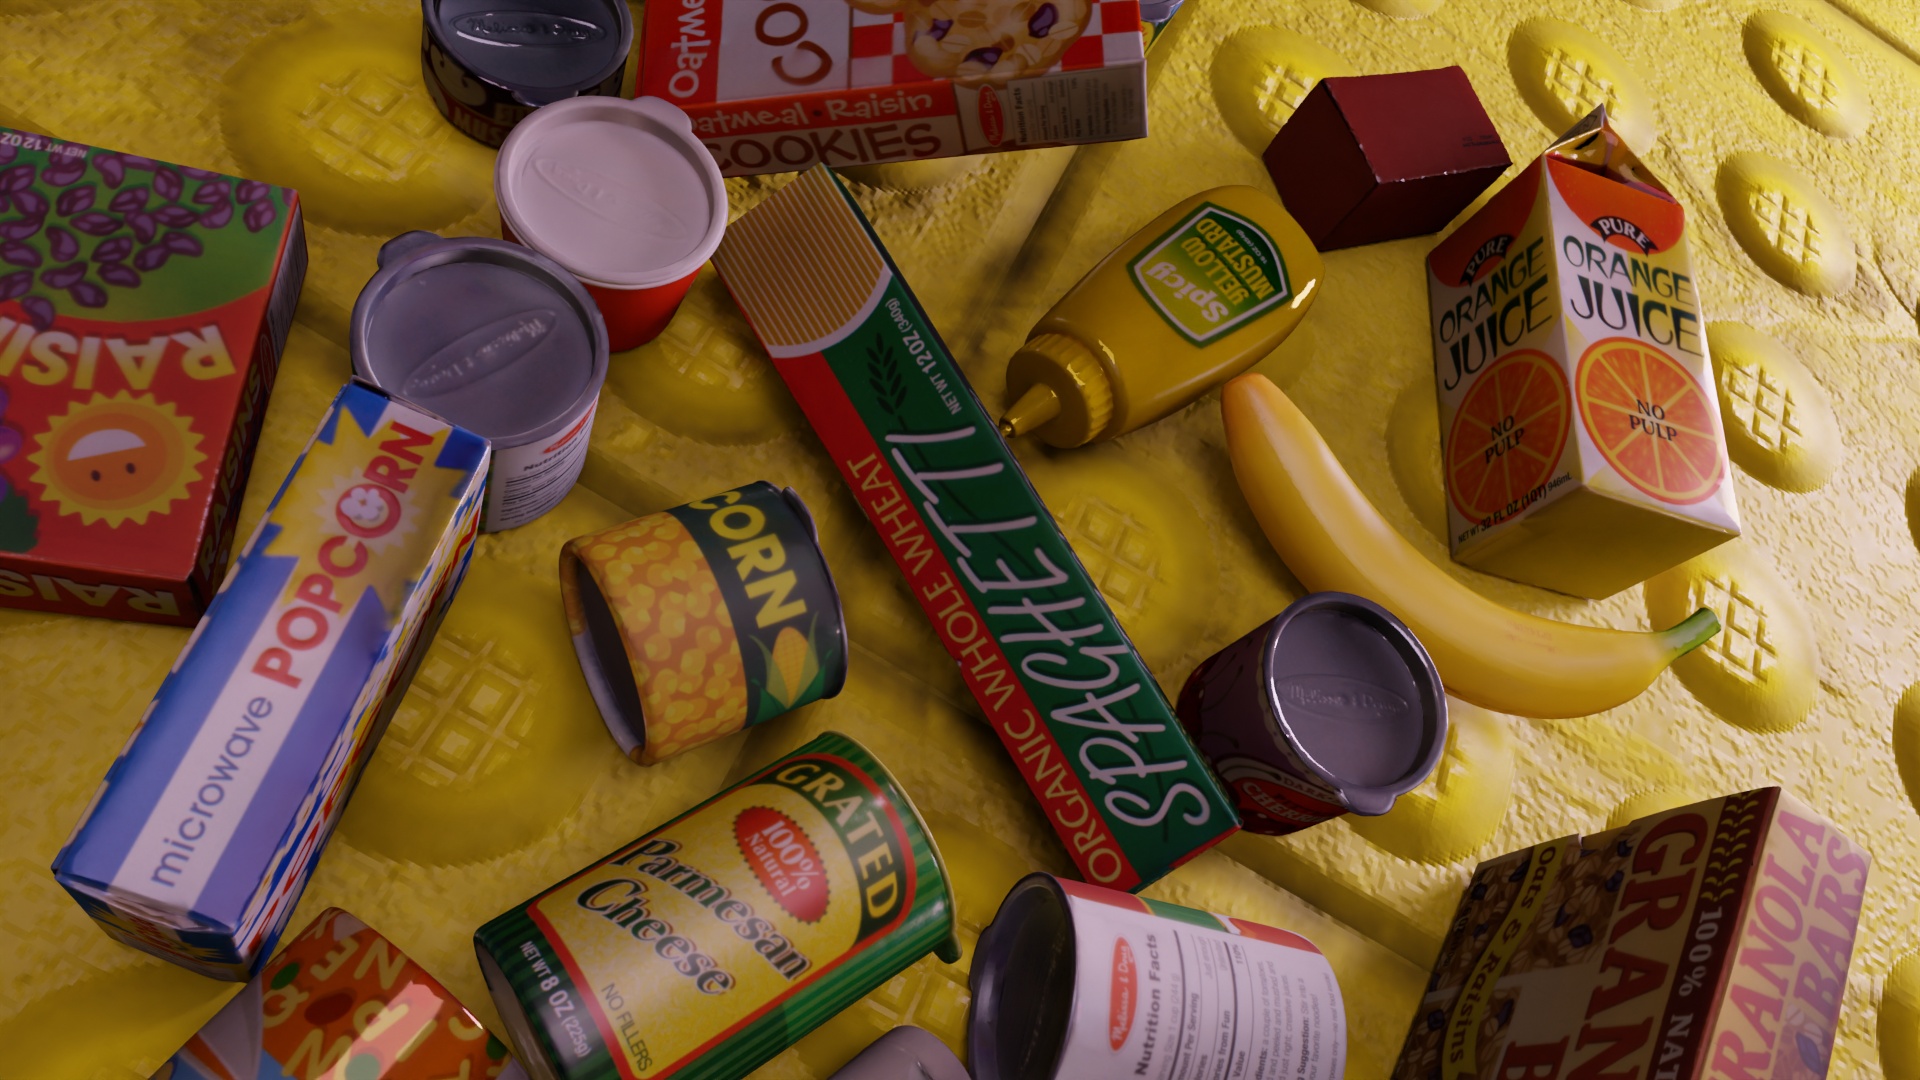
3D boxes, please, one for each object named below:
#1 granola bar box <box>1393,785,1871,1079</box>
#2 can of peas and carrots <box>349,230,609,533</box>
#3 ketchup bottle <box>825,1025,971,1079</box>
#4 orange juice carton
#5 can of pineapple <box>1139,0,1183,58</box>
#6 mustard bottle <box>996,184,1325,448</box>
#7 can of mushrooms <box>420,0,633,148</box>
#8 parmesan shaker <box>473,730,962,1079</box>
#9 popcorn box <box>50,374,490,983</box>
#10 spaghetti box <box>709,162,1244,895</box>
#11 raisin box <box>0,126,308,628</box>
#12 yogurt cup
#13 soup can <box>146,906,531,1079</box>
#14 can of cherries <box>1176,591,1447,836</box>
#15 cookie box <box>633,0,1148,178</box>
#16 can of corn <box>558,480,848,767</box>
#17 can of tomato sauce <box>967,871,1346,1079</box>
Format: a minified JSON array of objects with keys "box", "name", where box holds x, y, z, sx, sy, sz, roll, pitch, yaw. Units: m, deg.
[{"box":[0.173,0.155,0.389,0.039,0.123,0.166,38,58,-3],"name":"granola bar box"},{"box":[-0.139,-0.044,0.396,0.071,0.058,0.071,9,63,-17],"name":"can of peas and carrots"},{"box":[-0.056,0.168,0.322,0.149,0.043,0.065,-24,71,-45],"name":"ketchup bottle"},{"box":[0.243,-0.082,0.557,0.073,0.071,0.193,14,62,-16],"name":"orange juice carton"},{"box":[0.051,-0.215,0.552,0.071,0.057,0.071,8,64,-18],"name":"can of pineapple"},{"box":[0.064,-0.072,0.495,0.161,0.048,0.065,-37,82,-31],"name":"mustard bottle"},{"box":[-0.145,-0.163,0.464,0.071,0.033,0.071,9,63,-18],"name":"can of mushrooms"},{"box":[-0.060,0.103,0.353,0.103,0.071,0.071,-27,79,-29],"name":"parmesan shaker"},{"box":[-0.159,0.036,0.335,0.038,0.085,0.127,23,60,-12],"name":"popcorn box"},{"box":[0.002,-0.005,0.438,0.050,0.028,0.250,-33,79,7],"name":"spaghetti box"},{"box":[-0.234,-0.044,0.370,0.086,0.040,0.124,10,62,-18],"name":"raisin box"},{"box":[-0.111,-0.095,0.433,0.072,0.053,0.072,9,64,-18],"name":"yogurt cup"},{"box":[-0.150,0.132,0.305,0.071,0.071,0.084,41,58,0],"name":"soup can"},{"box":[0.111,0.059,0.447,0.071,0.058,0.072,9,64,-19],"name":"can of cherries"},{"box":[-0.023,-0.192,0.482,0.167,0.040,0.123,-4,64,6],"name":"cookie box"},{"box":[-0.072,0.021,0.385,0.058,0.071,0.071,-19,75,-27],"name":"can of corn"},{"box":[0.052,0.133,0.384,0.083,0.071,0.071,17,62,-18],"name":"can of tomato sauce"}]
